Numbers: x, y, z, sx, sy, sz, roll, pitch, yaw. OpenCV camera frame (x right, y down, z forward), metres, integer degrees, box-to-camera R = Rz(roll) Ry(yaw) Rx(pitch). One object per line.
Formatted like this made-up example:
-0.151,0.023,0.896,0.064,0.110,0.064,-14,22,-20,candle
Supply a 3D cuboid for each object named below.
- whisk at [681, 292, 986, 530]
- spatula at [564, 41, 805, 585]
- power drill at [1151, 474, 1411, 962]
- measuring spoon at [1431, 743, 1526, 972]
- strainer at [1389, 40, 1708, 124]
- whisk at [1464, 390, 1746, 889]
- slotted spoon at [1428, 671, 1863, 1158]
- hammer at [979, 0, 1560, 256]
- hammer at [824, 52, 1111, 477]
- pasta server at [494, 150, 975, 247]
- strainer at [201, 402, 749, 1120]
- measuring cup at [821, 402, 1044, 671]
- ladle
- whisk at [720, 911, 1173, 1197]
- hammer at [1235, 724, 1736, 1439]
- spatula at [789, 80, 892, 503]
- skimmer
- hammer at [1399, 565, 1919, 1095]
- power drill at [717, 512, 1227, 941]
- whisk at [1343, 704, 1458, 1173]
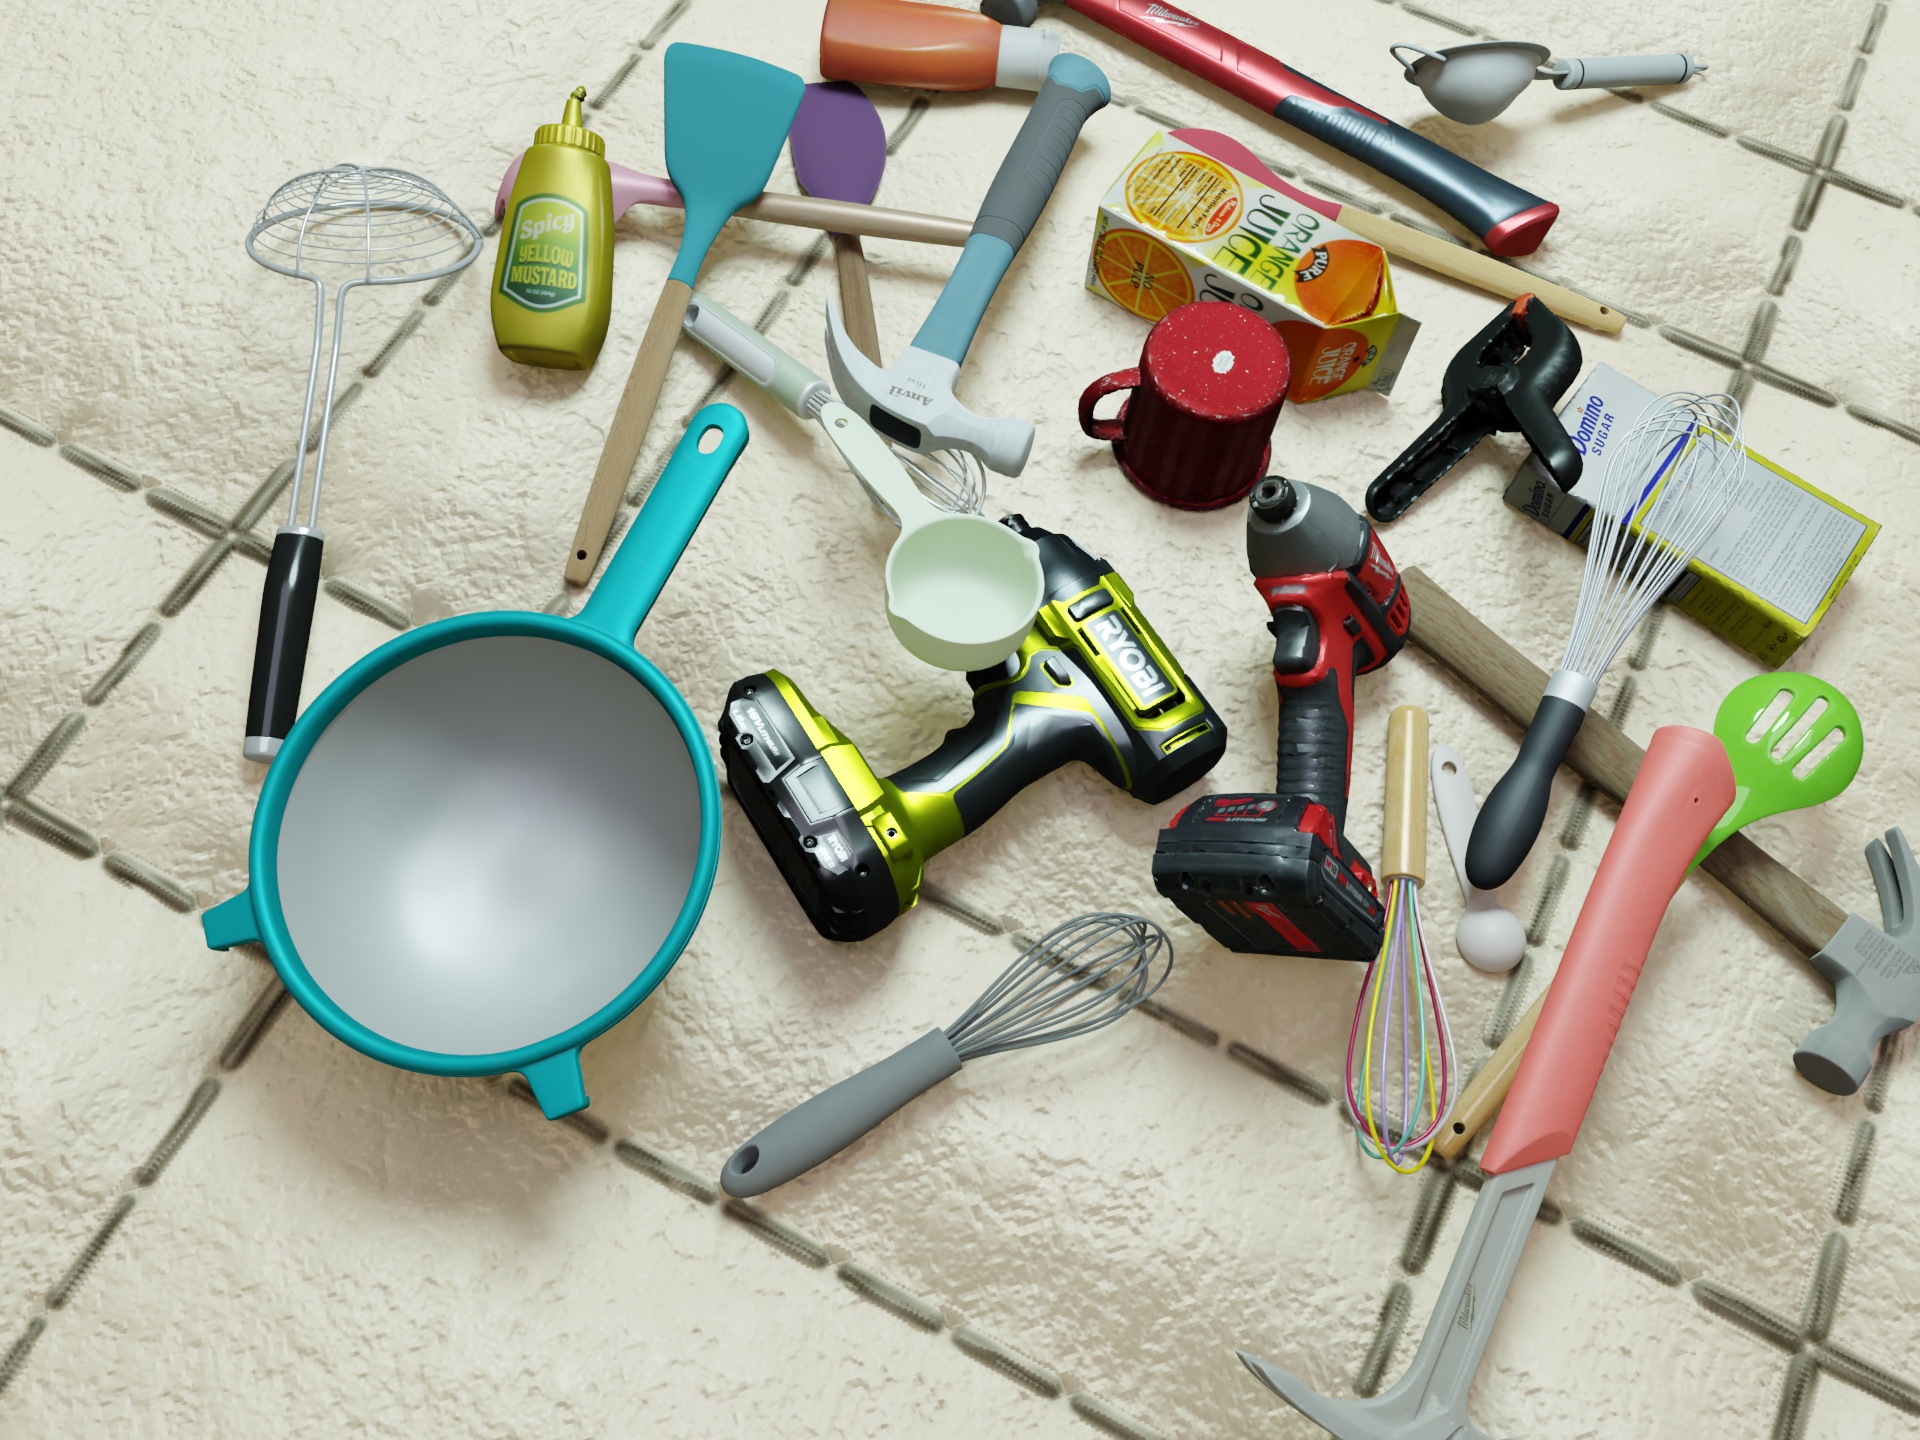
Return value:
-0.076,-0.172,0.873,0.246,0.059,0.057,39,109,26,whisk
-0.167,-0.224,0.883,0.082,0.044,0.318,15,76,-1,spatula
0.163,-0.006,0.769,0.078,0.143,0.220,-1,64,33,power drill
0.262,0.067,0.811,0.034,0.018,0.124,-5,65,-5,measuring spoon
0.379,-0.407,1.005,0.258,0.087,0.050,-12,98,-23,strainer
0.321,-0.042,0.802,0.070,0.070,0.284,26,83,9,whisk
0.332,0.091,0.772,0.070,0.031,0.314,41,81,18,slotted spoon
0.209,-0.413,1.017,0.386,0.038,0.143,33,66,11,hammer
0.023,-0.273,0.895,0.128,0.033,0.331,19,56,5,hammer
-0.123,-0.300,0.941,0.316,0.040,0.060,8,65,2,pasta server
-0.182,0.007,0.760,0.211,0.095,0.340,23,74,10,strainer
-0.024,-0.092,0.787,0.083,0.038,0.168,-27,63,-21,measuring cup
0.255,-0.298,0.974,0.315,0.031,0.069,22,67,5,ladle
-0.005,0.157,0.743,0.239,0.055,0.055,-29,70,-10,whisk
0.258,0.159,0.713,0.149,0.036,0.359,30,76,-8,hammer
-0.062,-0.265,0.945,0.059,0.018,0.316,-6,65,-6,spatula
-0.343,-0.148,0.871,0.127,0.090,0.363,4,75,-5,skimmer
0.354,0.032,0.825,0.331,0.031,0.130,43,71,15,hammer
-0.001,-0.003,0.800,0.223,0.080,0.171,-27,70,-18,power drill
0.219,0.102,0.784,0.047,0.051,0.245,14,60,-6,whisk
